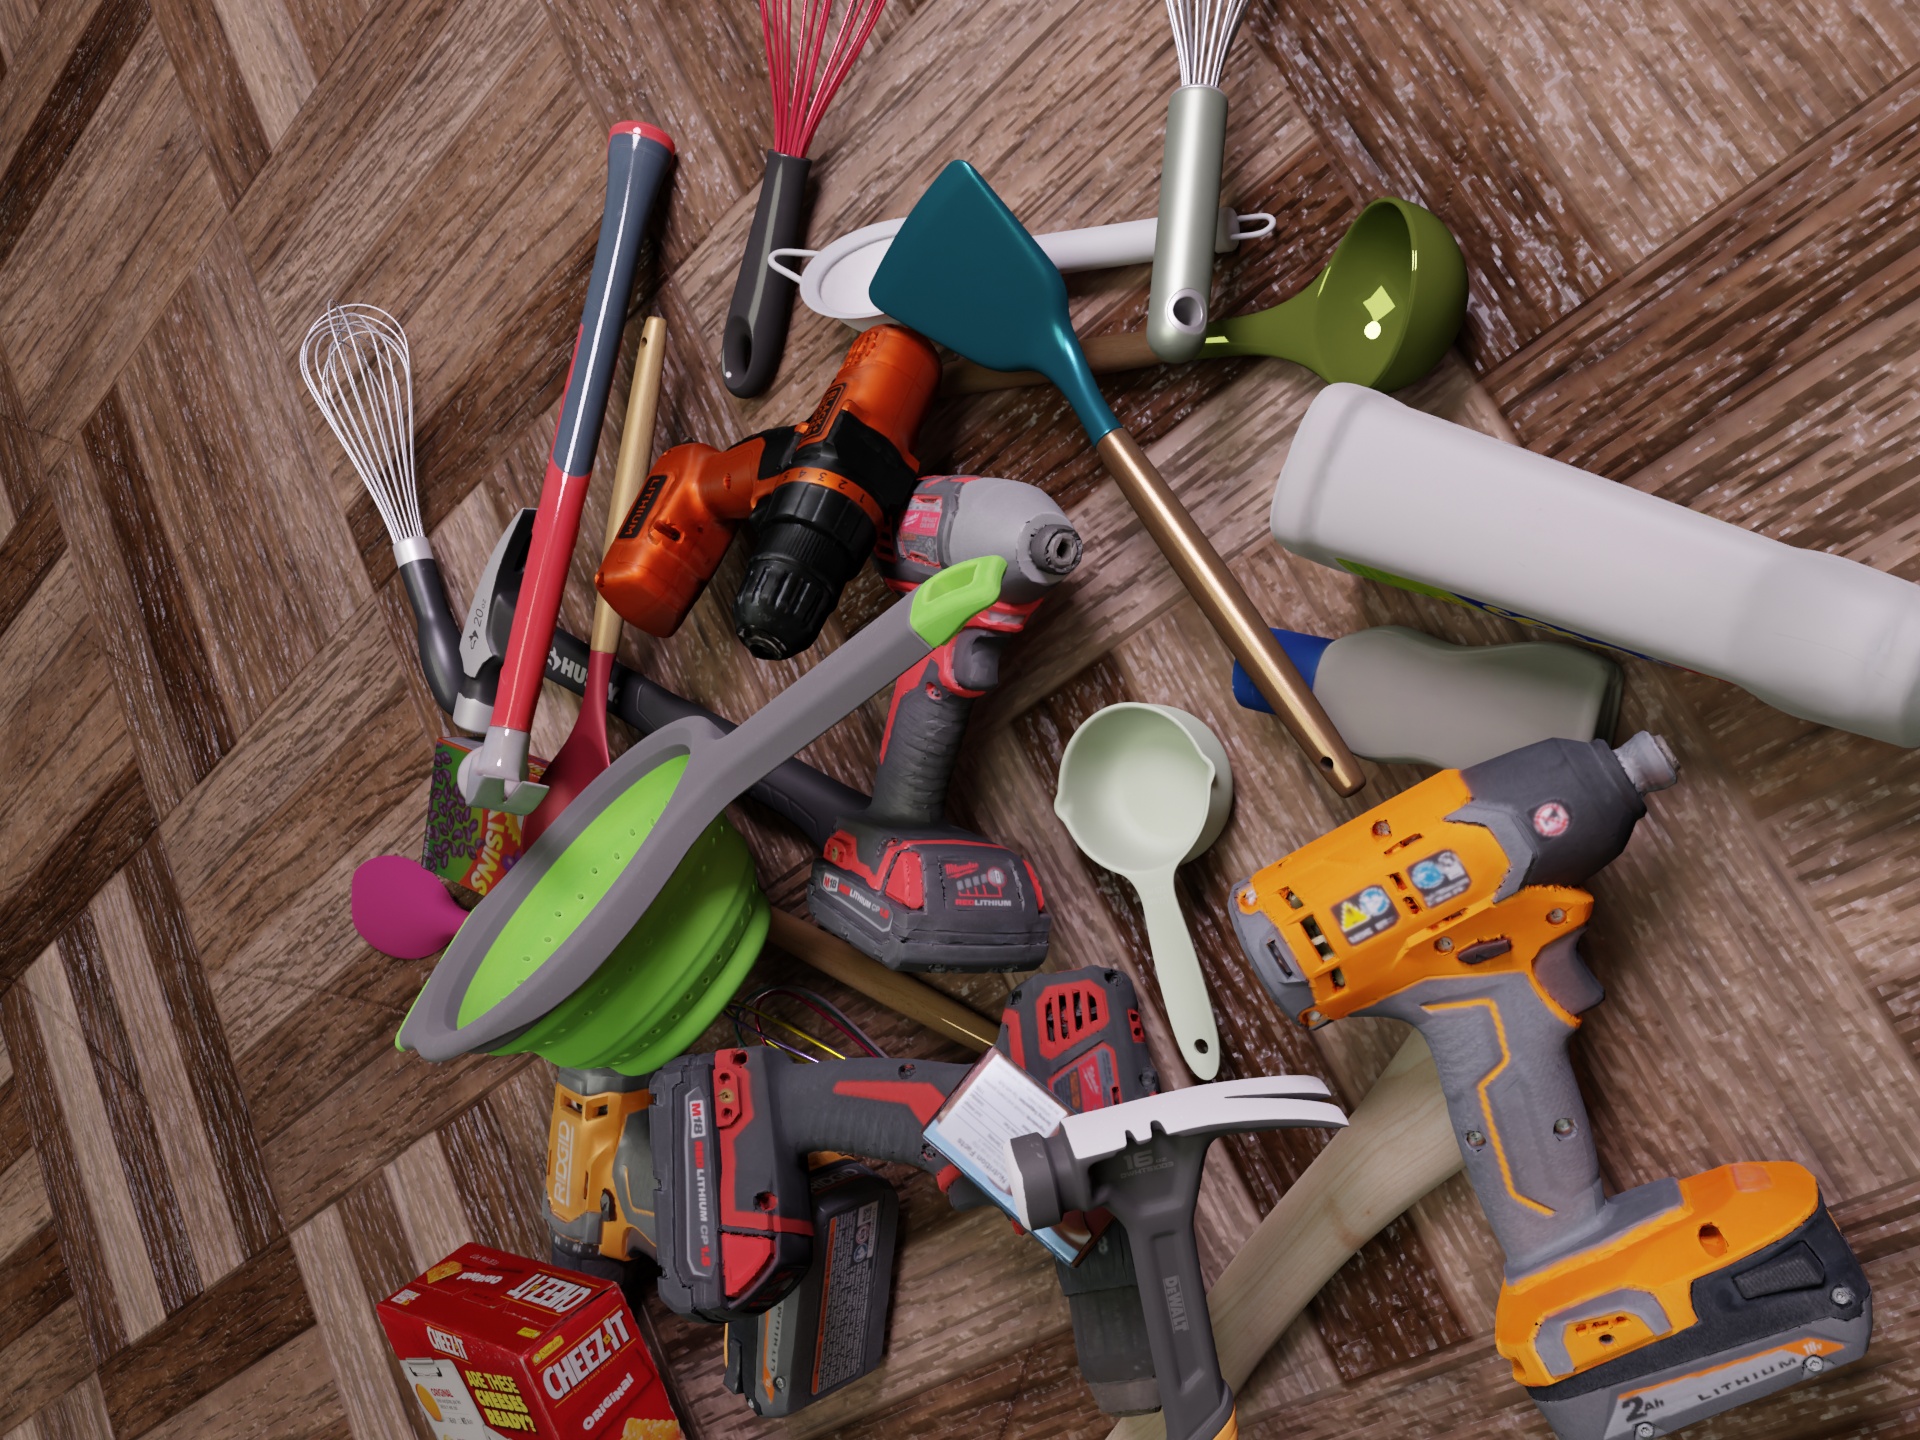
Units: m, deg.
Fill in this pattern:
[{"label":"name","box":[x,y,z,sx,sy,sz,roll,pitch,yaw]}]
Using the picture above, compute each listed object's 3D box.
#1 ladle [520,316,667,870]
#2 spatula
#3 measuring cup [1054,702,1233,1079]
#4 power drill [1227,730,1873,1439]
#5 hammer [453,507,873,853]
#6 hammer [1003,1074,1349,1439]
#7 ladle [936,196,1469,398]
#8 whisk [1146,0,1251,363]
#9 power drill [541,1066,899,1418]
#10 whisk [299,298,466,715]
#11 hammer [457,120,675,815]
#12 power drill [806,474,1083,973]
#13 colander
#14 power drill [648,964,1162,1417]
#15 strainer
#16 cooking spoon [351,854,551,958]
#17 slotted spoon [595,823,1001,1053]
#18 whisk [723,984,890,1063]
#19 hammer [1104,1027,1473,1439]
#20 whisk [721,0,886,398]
[{"label":"ladle","box":[-0.193,-0.064,0.872,0.069,0.031,0.315,13,95,37]},{"label":"spatula","box":[0.069,-0.097,0.670,0.082,0.044,0.318,-48,65,37]},{"label":"measuring cup","box":[0.096,0.073,0.707,0.083,0.038,0.167,-18,83,34]},{"label":"power drill","box":[0.220,0.121,0.566,0.164,0.084,0.226,-32,82,18]},{"label":"hammer","box":[-0.165,-0.007,0.891,0.335,0.035,0.146,26,107,32]},{"label":"hammer","box":[0.108,0.300,0.642,0.127,0.034,0.336,-12,108,-4]},{"label":"ladle","box":[0.070,-0.168,0.708,0.320,0.062,0.078,1,85,38]},{"label":"whisk","box":[0.100,-0.266,0.665,0.059,0.057,0.246,155,122,-72]},{"label":"power drill","box":[-0.145,0.290,0.861,0.226,0.084,0.185,14,102,38]},{"label":"whisk","box":[-0.359,-0.137,1.016,0.070,0.070,0.285,-23,82,34]},{"label":"hammer","box":[-0.206,-0.141,0.851,0.143,0.038,0.386,173,109,-69]},{"label":"power drill","box":[-0.001,-0.002,0.727,0.143,0.078,0.219,16,100,60]},{"label":"colander","box":[-0.102,0.063,0.731,0.397,0.205,0.094,-35,112,30]},{"label":"power drill","box":[-0.016,0.217,0.708,0.226,0.080,0.188,-11,69,8]},{"label":"strainer","box":[0.024,-0.214,0.749,0.258,0.050,0.087,1,48,30]},{"label":"cooking spoon","box":[-0.289,0.131,0.993,0.319,0.017,0.069,4,94,36]},{"label":"slotted spoon","box":[-0.089,0.116,0.845,0.314,0.031,0.070,22,89,31]},{"label":"whisk","box":[-0.024,0.191,0.798,0.245,0.051,0.047,20,124,29]},{"label":"hammer","box":[0.101,0.285,0.709,0.146,0.038,0.410,41,113,29]},{"label":"whisk","box":[-0.084,-0.310,0.816,0.073,0.073,0.295,28,113,32]}]
